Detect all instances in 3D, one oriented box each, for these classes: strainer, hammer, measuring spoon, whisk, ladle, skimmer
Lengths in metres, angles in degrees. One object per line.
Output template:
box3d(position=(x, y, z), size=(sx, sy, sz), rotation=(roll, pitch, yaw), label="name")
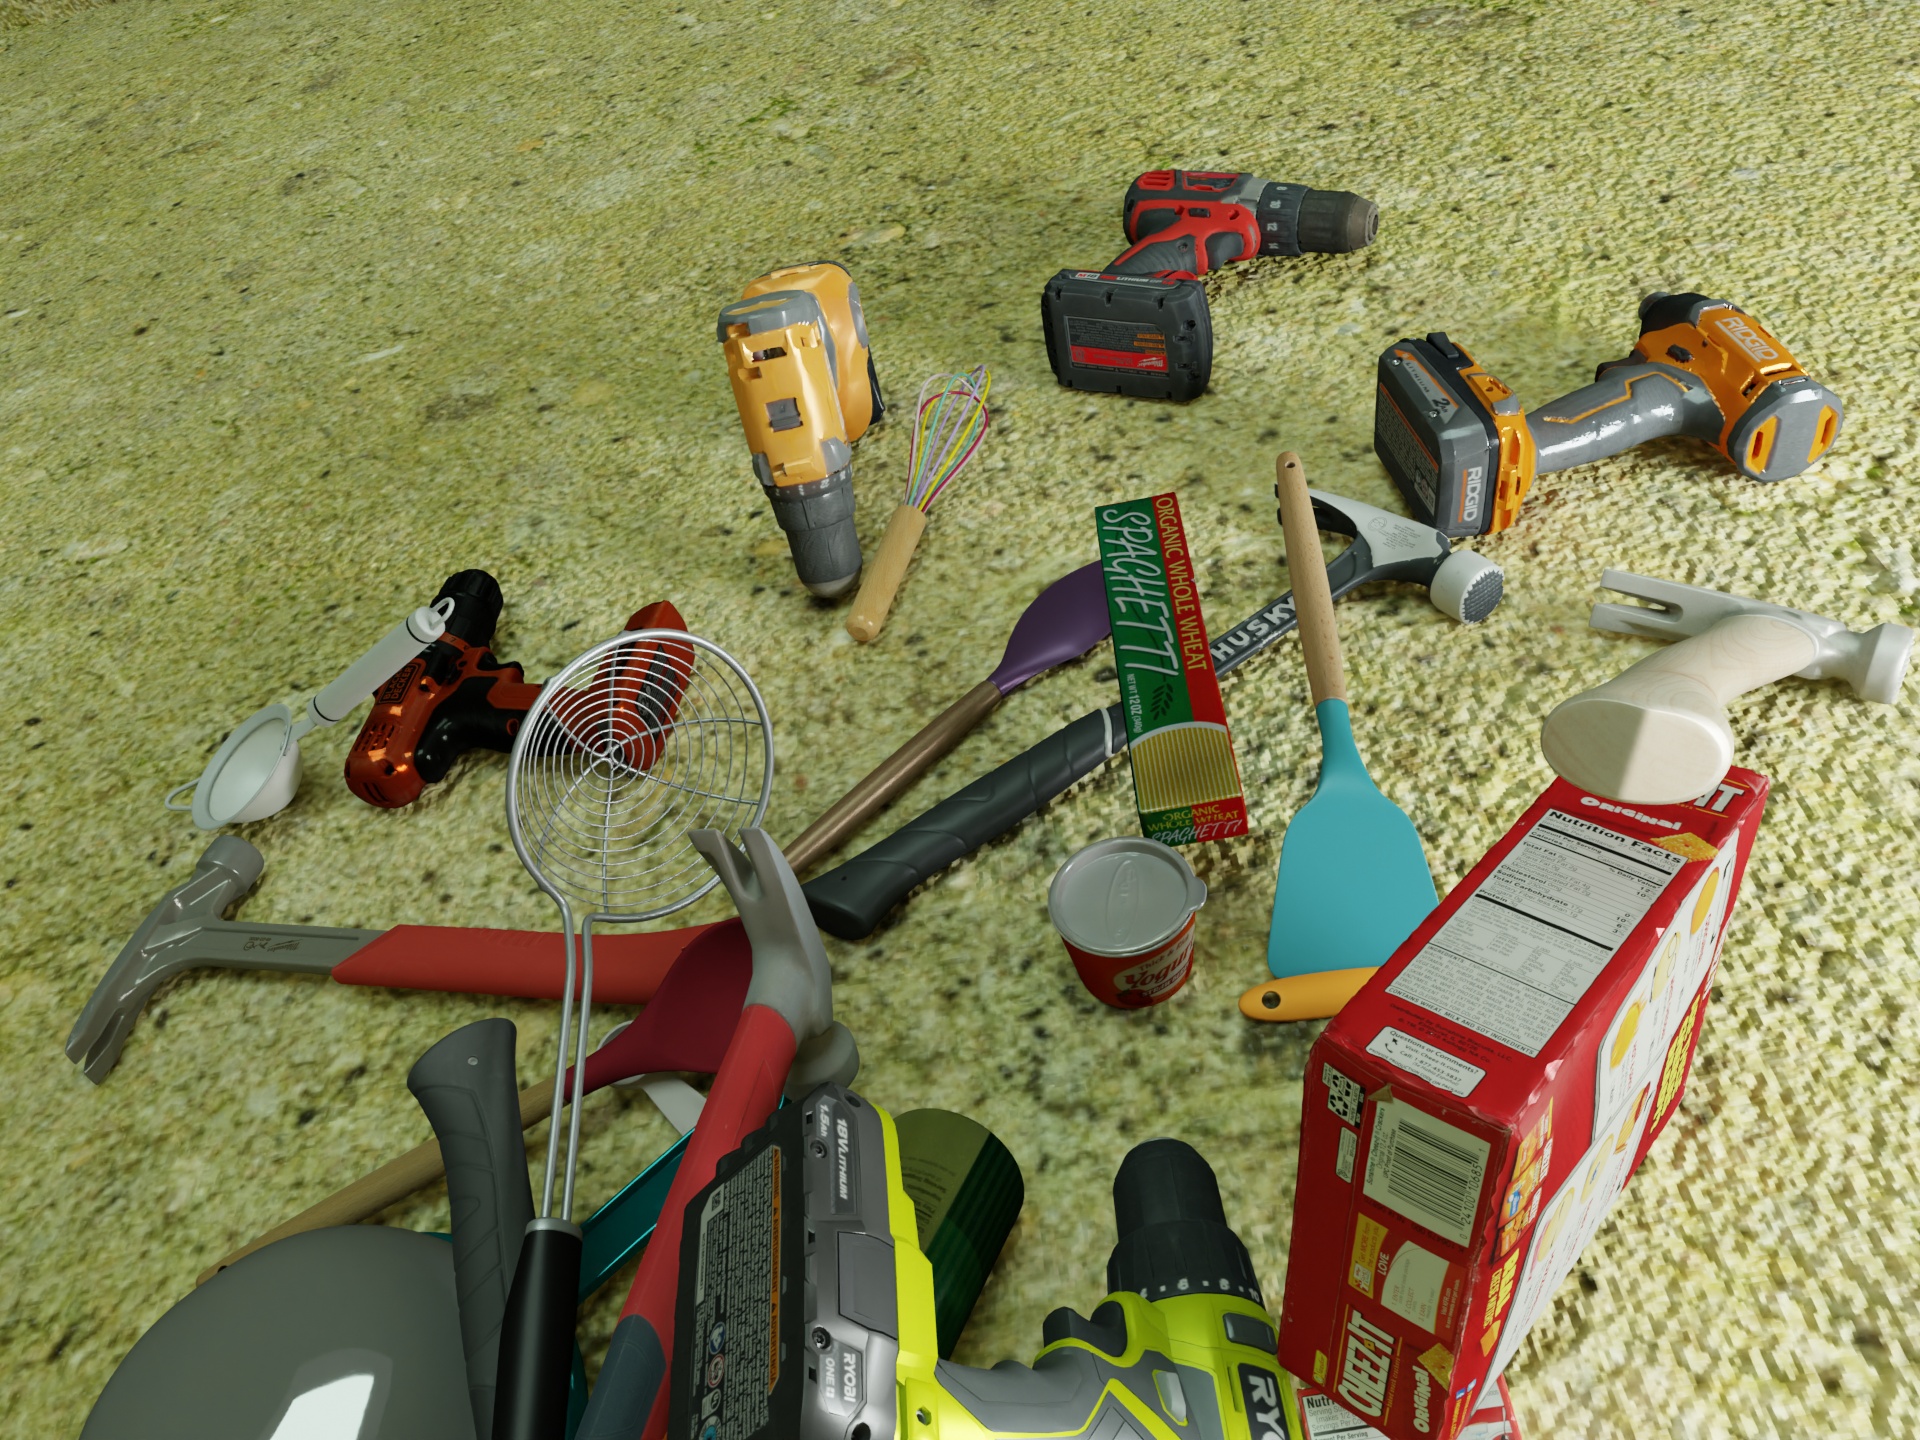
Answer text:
box3d(position=(-0.369, 0.000, 0.915), size=(0.258, 0.050, 0.087), rotation=(-32, 43, 28), label="strainer")
box3d(position=(-0.150, 0.257, 0.566), size=(0.146, 0.035, 0.335), rotation=(-3, 51, -24), label="hammer")
box3d(position=(-0.124, 0.183, 0.735), size=(0.124, 0.018, 0.034), rotation=(34, 69, 31), label="measuring spoon")
box3d(position=(-0.028, -0.144, 1.024), size=(0.047, 0.051, 0.245), rotation=(9, 53, 16), label="whisk")
box3d(position=(0.182, 0.118, 0.708), size=(0.117, 0.011, 0.021), rotation=(-9, 61, 5), label="measuring spoon")
box3d(position=(-0.205, 0.183, 0.728), size=(0.315, 0.031, 0.069), rotation=(-28, 70, -3), label="ladle")
box3d(position=(0.090, -0.007, 0.851), size=(0.409, 0.036, 0.149), rotation=(-32, 44, -16), label="hammer")
box3d(position=(0.291, -0.022, 0.642), size=(0.146, 0.038, 0.410), rotation=(18, 17, 30), label="hammer")
box3d(position=(-0.276, 0.129, 0.815), size=(0.359, 0.036, 0.149), rotation=(1, 46, 18), label="hammer")
box3d(position=(-0.130, 0.127, 0.604), size=(0.090, 0.127, 0.364), rotation=(-29, 45, 28), label="skimmer")
box3d(position=(-0.212, 0.241, 0.633), size=(0.340, 0.095, 0.211), rotation=(-39, 48, -20), label="strainer")
box3d(position=(-0.110, 0.207, 0.522), size=(0.038, 0.143, 0.387), rotation=(-4, 37, 16), label="hammer")

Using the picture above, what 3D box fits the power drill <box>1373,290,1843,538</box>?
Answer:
box3d(position=(0.364, -0.190, 0.931), size=(0.226, 0.084, 0.164), rotation=(-11, 42, -1), label="power drill")

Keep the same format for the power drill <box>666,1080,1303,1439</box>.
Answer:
box3d(position=(0.022, 0.207, 0.538), size=(0.080, 0.228, 0.191), rotation=(-45, 32, 31), label="power drill")

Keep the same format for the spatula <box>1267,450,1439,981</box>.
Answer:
box3d(position=(0.181, -0.019, 0.802), size=(0.082, 0.044, 0.318), rotation=(-5, 50, 8), label="spatula")

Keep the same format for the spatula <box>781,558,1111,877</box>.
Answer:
box3d(position=(-0.001, -0.003, 0.885), size=(0.060, 0.018, 0.316), rotation=(27, 56, 37), label="spatula")

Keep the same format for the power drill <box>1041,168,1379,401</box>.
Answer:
box3d(position=(0.176, -0.318, 1.120), size=(0.188, 0.080, 0.227), rotation=(13, 47, 27), label="power drill")

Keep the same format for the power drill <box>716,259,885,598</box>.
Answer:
box3d(position=(-0.096, -0.196, 1.028), size=(0.084, 0.185, 0.226), rotation=(-11, 24, 5), label="power drill")

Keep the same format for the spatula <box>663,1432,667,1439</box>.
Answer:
box3d(position=(0.001, 0.306, 0.521), size=(0.081, 0.041, 0.323), rotation=(-39, 34, -27), label="spatula")
